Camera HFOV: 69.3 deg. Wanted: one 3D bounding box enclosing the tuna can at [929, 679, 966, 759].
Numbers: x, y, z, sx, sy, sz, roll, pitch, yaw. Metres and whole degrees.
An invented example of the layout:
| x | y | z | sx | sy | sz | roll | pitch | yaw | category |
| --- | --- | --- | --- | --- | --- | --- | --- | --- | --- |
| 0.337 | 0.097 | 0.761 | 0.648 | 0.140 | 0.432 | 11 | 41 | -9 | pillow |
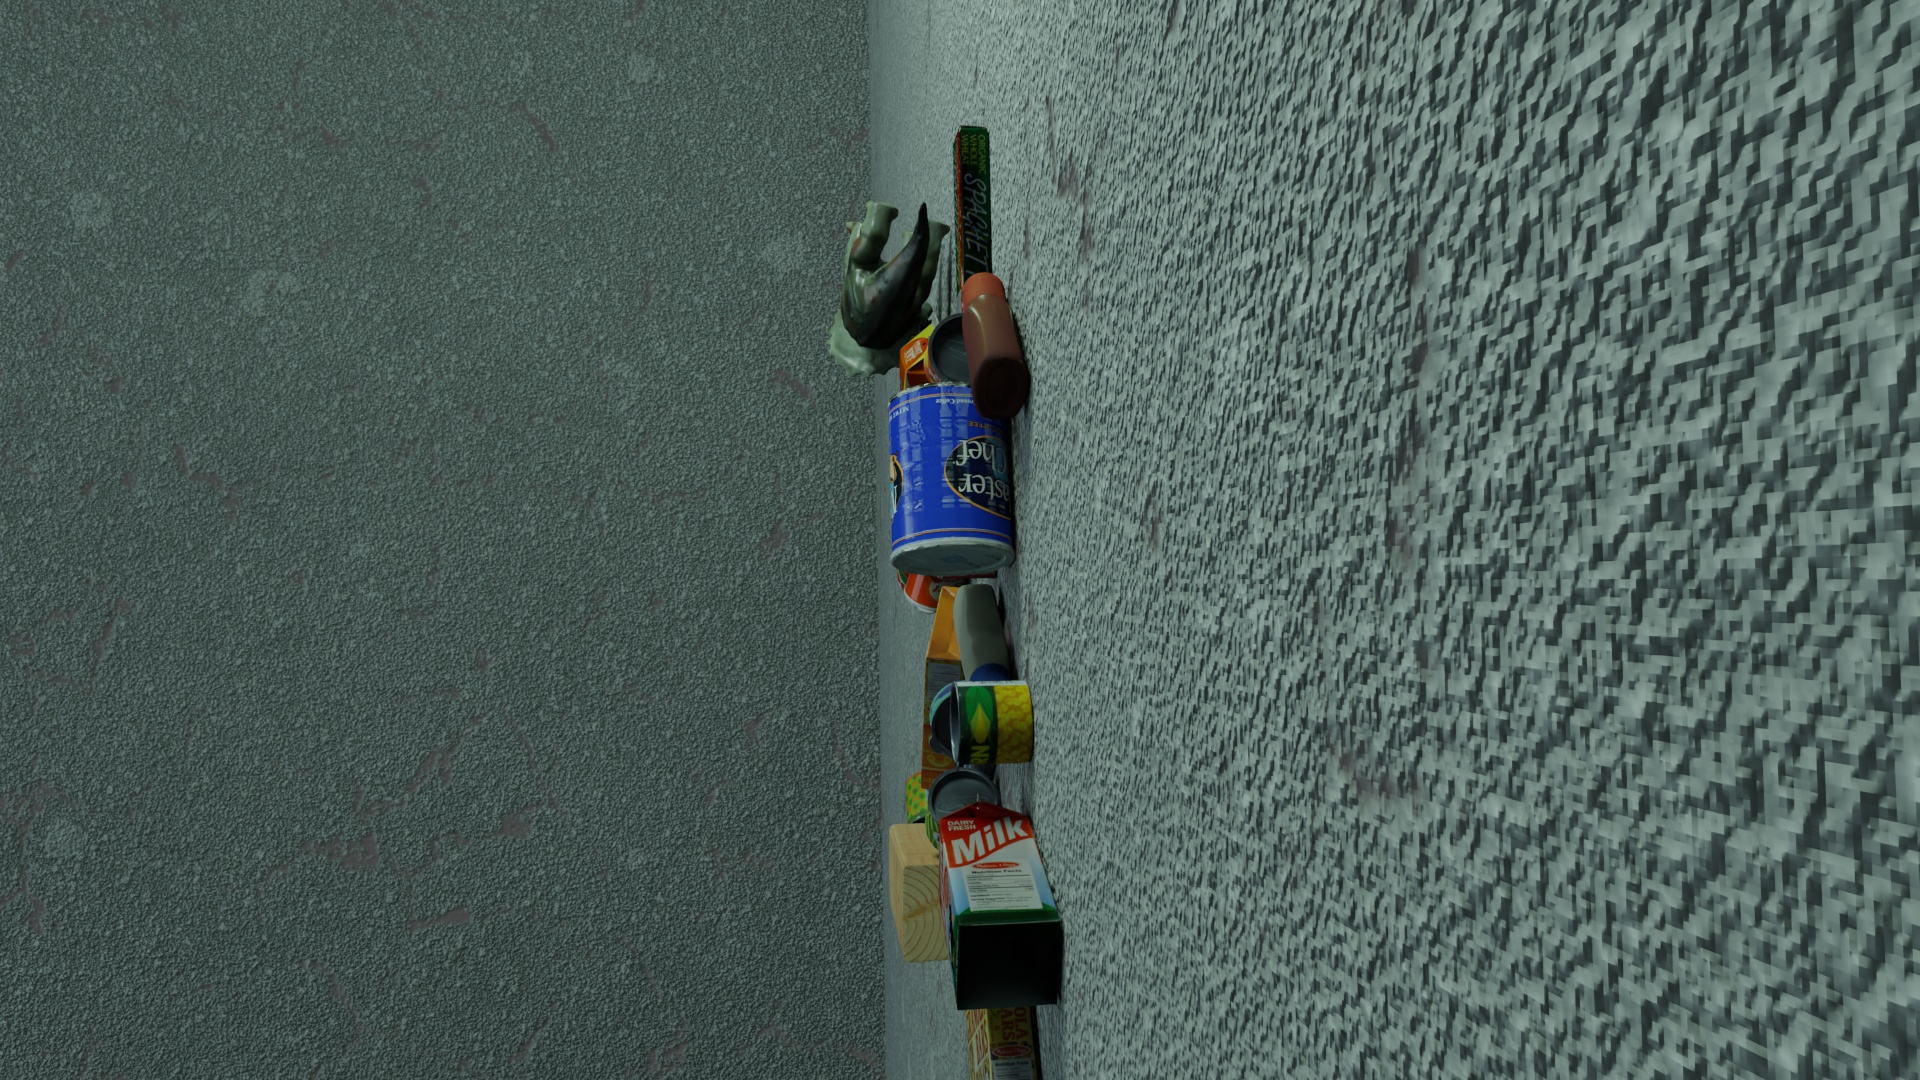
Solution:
| x | y | z | sx | sy | sz | roll | pitch | yaw | category |
| --- | --- | --- | --- | --- | --- | --- | --- | --- | --- |
| 0.004 | 0.160 | 1.223 | 0.033 | 0.071 | 0.071 | -113 | 23 | -77 | tuna can |

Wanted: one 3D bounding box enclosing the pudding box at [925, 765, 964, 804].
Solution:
| x | y | z | sx | sy | sz | roll | pitch | yaw | category |
| --- | --- | --- | --- | --- | --- | --- | --- | --- | --- |
| -0.012 | 0.255 | 1.457 | 0.049 | 0.030 | 0.084 | -51 | 18 | 12 | pudding box |

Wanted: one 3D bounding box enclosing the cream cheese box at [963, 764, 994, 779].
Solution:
| x | y | z | sx | sy | sz | roll | pitch | yaw | category |
| --- | --- | --- | --- | --- | --- | --- | --- | --- | --- |
| 0.018 | 0.190 | 1.304 | 0.103 | 0.024 | 0.053 | 98 | 170 | -54 | cream cheese box |

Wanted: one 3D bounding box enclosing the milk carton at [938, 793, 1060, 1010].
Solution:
| x | y | z | sx | sy | sz | roll | pitch | yaw | category |
| --- | --- | --- | --- | --- | --- | --- | --- | --- | --- |
| 0.023 | 0.266 | 1.048 | 0.191 | 0.073 | 0.072 | -109 | 19 | -71 | milk carton |

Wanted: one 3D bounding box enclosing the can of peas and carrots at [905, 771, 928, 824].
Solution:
| x | y | z | sx | sy | sz | roll | pitch | yaw | category |
| --- | --- | --- | --- | --- | --- | --- | --- | --- | --- |
| -0.026 | 0.292 | 1.537 | 0.070 | 0.071 | 0.059 | 97 | 170 | -51 | can of peas and carrots |

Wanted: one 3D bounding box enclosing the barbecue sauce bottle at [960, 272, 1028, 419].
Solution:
| x | y | z | sx | sy | sz | roll | pitch | yaw | category |
| --- | --- | --- | --- | --- | --- | --- | --- | --- | --- |
| 0.025 | -0.163 | 1.118 | 0.149 | 0.044 | 0.064 | -97 | 9 | -49 | barbecue sauce bottle |

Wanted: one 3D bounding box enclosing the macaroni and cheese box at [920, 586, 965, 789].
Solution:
| x | y | z | sx | sy | sz | roll | pitch | yaw | category |
| --- | --- | --- | --- | --- | --- | --- | --- | --- | --- |
| -0.012 | 0.149 | 1.396 | 0.124 | 0.040 | 0.165 | -77 | -8 | -58 | macaroni and cheese box |

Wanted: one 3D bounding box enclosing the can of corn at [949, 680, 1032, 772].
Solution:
| x | y | z | sx | sy | sz | roll | pitch | yaw | category |
| --- | --- | --- | --- | --- | --- | --- | --- | --- | --- |
| 0.024 | 0.146 | 1.095 | 0.071 | 0.058 | 0.071 | -178 | 87 | -83 | can of corn |

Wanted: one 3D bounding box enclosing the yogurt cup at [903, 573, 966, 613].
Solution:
| x | y | z | sx | sy | sz | roll | pitch | yaw | category |
| --- | --- | --- | --- | --- | --- | --- | --- | --- | --- |
| -0.023 | 0.038 | 1.490 | 0.073 | 0.072 | 0.053 | -103 | 22 | -61 | yogurt cup |

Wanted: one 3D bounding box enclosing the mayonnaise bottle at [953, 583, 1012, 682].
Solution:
| x | y | z | sx | sy | sz | roll | pitch | yaw | category |
| --- | --- | --- | --- | --- | --- | --- | --- | --- | --- |
| 0.021 | 0.099 | 1.197 | 0.149 | 0.041 | 0.064 | -104 | 13 | -59 | mayonnaise bottle |

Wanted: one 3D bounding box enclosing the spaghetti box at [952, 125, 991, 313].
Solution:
| x | y | z | sx | sy | sz | roll | pitch | yaw | category |
| --- | --- | --- | --- | --- | --- | --- | --- | --- | --- |
| 0.011 | -0.256 | 1.287 | 0.050 | 0.029 | 0.250 | 157 | 112 | -83 | spaghetti box |

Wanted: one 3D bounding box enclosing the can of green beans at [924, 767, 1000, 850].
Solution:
| x | y | z | sx | sy | sz | roll | pitch | yaw | category |
| --- | --- | --- | --- | --- | --- | --- | --- | --- | --- |
| 0.001 | 0.251 | 1.278 | 0.057 | 0.071 | 0.071 | 98 | 169 | -55 | can of green beans |

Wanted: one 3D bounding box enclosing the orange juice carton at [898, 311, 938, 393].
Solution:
| x | y | z | sx | sy | sz | roll | pitch | yaw | category |
| --- | --- | --- | --- | --- | --- | --- | --- | --- | --- |
| -0.027 | -0.136 | 1.447 | 0.072 | 0.073 | 0.191 | -104 | 15 | -64 | orange juice carton |

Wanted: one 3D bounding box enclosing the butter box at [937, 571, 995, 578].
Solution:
| x | y | z | sx | sy | sz | roll | pitch | yaw | category |
| --- | --- | --- | --- | --- | --- | --- | --- | --- | --- |
| 0.005 | -0.016 | 1.273 | 0.024 | 0.053 | 0.103 | 157 | 112 | -80 | butter box |

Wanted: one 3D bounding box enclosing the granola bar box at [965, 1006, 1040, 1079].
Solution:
| x | y | z | sx | sy | sz | roll | pitch | yaw | category |
| --- | --- | --- | --- | --- | --- | --- | --- | --- | --- |
| 0.033 | 0.422 | 1.136 | 0.164 | 0.039 | 0.125 | 100 | 167 | -61 | granola bar box |

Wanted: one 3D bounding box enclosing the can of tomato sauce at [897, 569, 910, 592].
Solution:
| x | y | z | sx | sy | sz | roll | pitch | yaw | category |
| --- | --- | --- | --- | --- | --- | --- | --- | --- | --- |
| -0.040 | 0.025 | 1.613 | 0.082 | 0.071 | 0.071 | 103 | 165 | -67 | can of tomato sauce |

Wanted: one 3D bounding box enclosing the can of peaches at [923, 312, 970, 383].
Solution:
| x | y | z | sx | sy | sz | roll | pitch | yaw | category |
| --- | --- | --- | --- | --- | --- | --- | --- | --- | --- |
| 0.001 | -0.158 | 1.215 | 0.058 | 0.071 | 0.071 | 141 | 128 | -82 | can of peaches |
